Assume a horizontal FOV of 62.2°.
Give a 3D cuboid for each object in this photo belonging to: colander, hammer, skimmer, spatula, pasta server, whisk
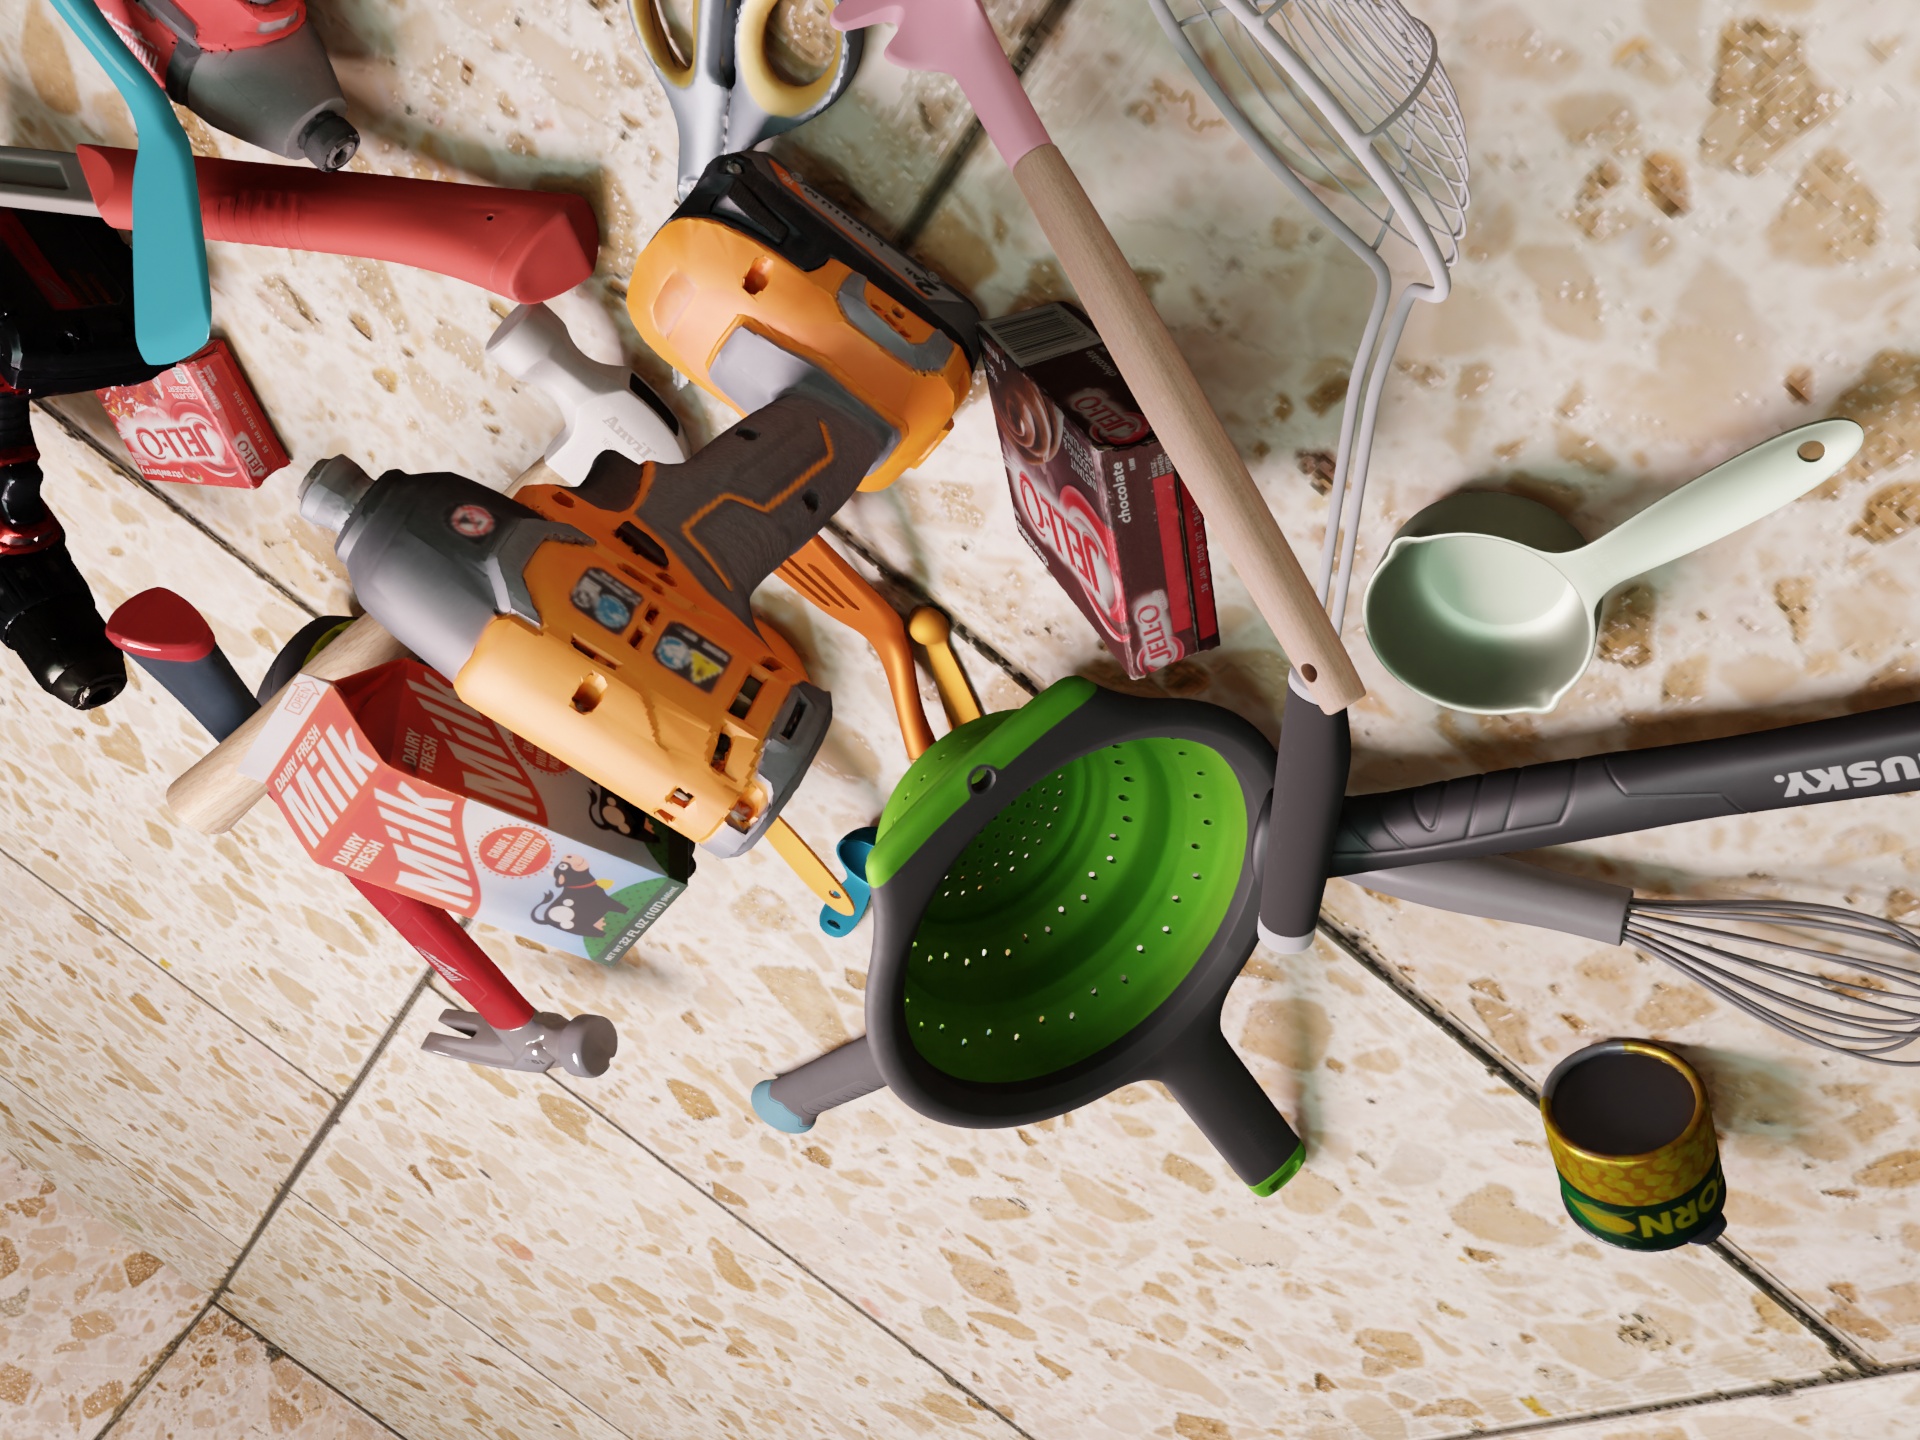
[{"bbox_3d":[0.067,0.109,0.721,0.095,0.204,0.396,43,173,46],"label":"colander"},{"bbox_3d":[0.252,0.025,0.548,0.335,0.035,0.146,-14,121,36],"label":"hammer"},{"bbox_3d":[-0.251,-0.043,0.725,0.331,0.031,0.130,-36,123,22],"label":"hammer"},{"bbox_3d":[-0.320,-0.224,0.655,0.359,0.149,0.036,9,157,10],"label":"hammer"},{"bbox_3d":[0.094,-0.058,0.508,0.090,0.127,0.363,-10,127,-12],"label":"skimmer"},{"bbox_3d":[-0.336,-0.281,0.548,0.082,0.044,0.317,5,125,48],"label":"spatula"},{"bbox_3d":[0.029,-0.139,0.463,0.316,0.040,0.060,61,148,6],"label":"pasta server"},{"bbox_3d":[-0.340,0.079,0.884,0.143,0.038,0.385,0,137,28],"label":"hammer"},{"bbox_3d":[0.251,0.078,0.607,0.239,0.055,0.055,13,136,29],"label":"whisk"},{"bbox_3d":[-0.015,0.039,0.726,0.081,0.041,0.322,13,132,55],"label":"spatula"},{"bbox_3d":[-0.029,0.187,0.908,0.128,0.033,0.331,42,139,-11],"label":"hammer"}]

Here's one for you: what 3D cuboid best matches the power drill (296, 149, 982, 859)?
[{"bbox_3d":[-0.093,-0.085,0.518,0.164,0.227,0.084,33,141,-14],"label":"power drill"}]

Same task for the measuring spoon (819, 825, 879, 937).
[{"bbox_3d":[-0.053,0.086,0.842,0.042,0.021,0.128,33,149,0],"label":"measuring spoon"}]

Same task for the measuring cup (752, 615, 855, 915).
[{"bbox_3d":[-0.091,0.019,0.771,0.095,0.052,0.173,-12,124,40],"label":"measuring cup"}]

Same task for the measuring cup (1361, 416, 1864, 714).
[{"bbox_3d":[0.206,-0.059,0.510,0.083,0.038,0.167,45,137,-12],"label":"measuring cup"}]

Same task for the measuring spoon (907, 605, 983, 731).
[{"bbox_3d":[-0.001,-0.002,0.720,0.021,0.011,0.116,4,131,31],"label":"measuring spoon"}]

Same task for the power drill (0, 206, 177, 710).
[{"bbox_3d":[-0.455,-0.130,0.780,0.188,0.080,0.226,51,129,10],"label":"power drill"}]

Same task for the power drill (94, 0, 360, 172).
[{"bbox_3d":[-0.250,-0.298,0.544,0.143,0.078,0.219,45,142,-5],"label":"power drill"}]

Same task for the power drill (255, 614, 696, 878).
[{"bbox_3d":[-0.249,0.016,0.854,0.223,0.080,0.171,4,134,27],"label":"power drill"}]
